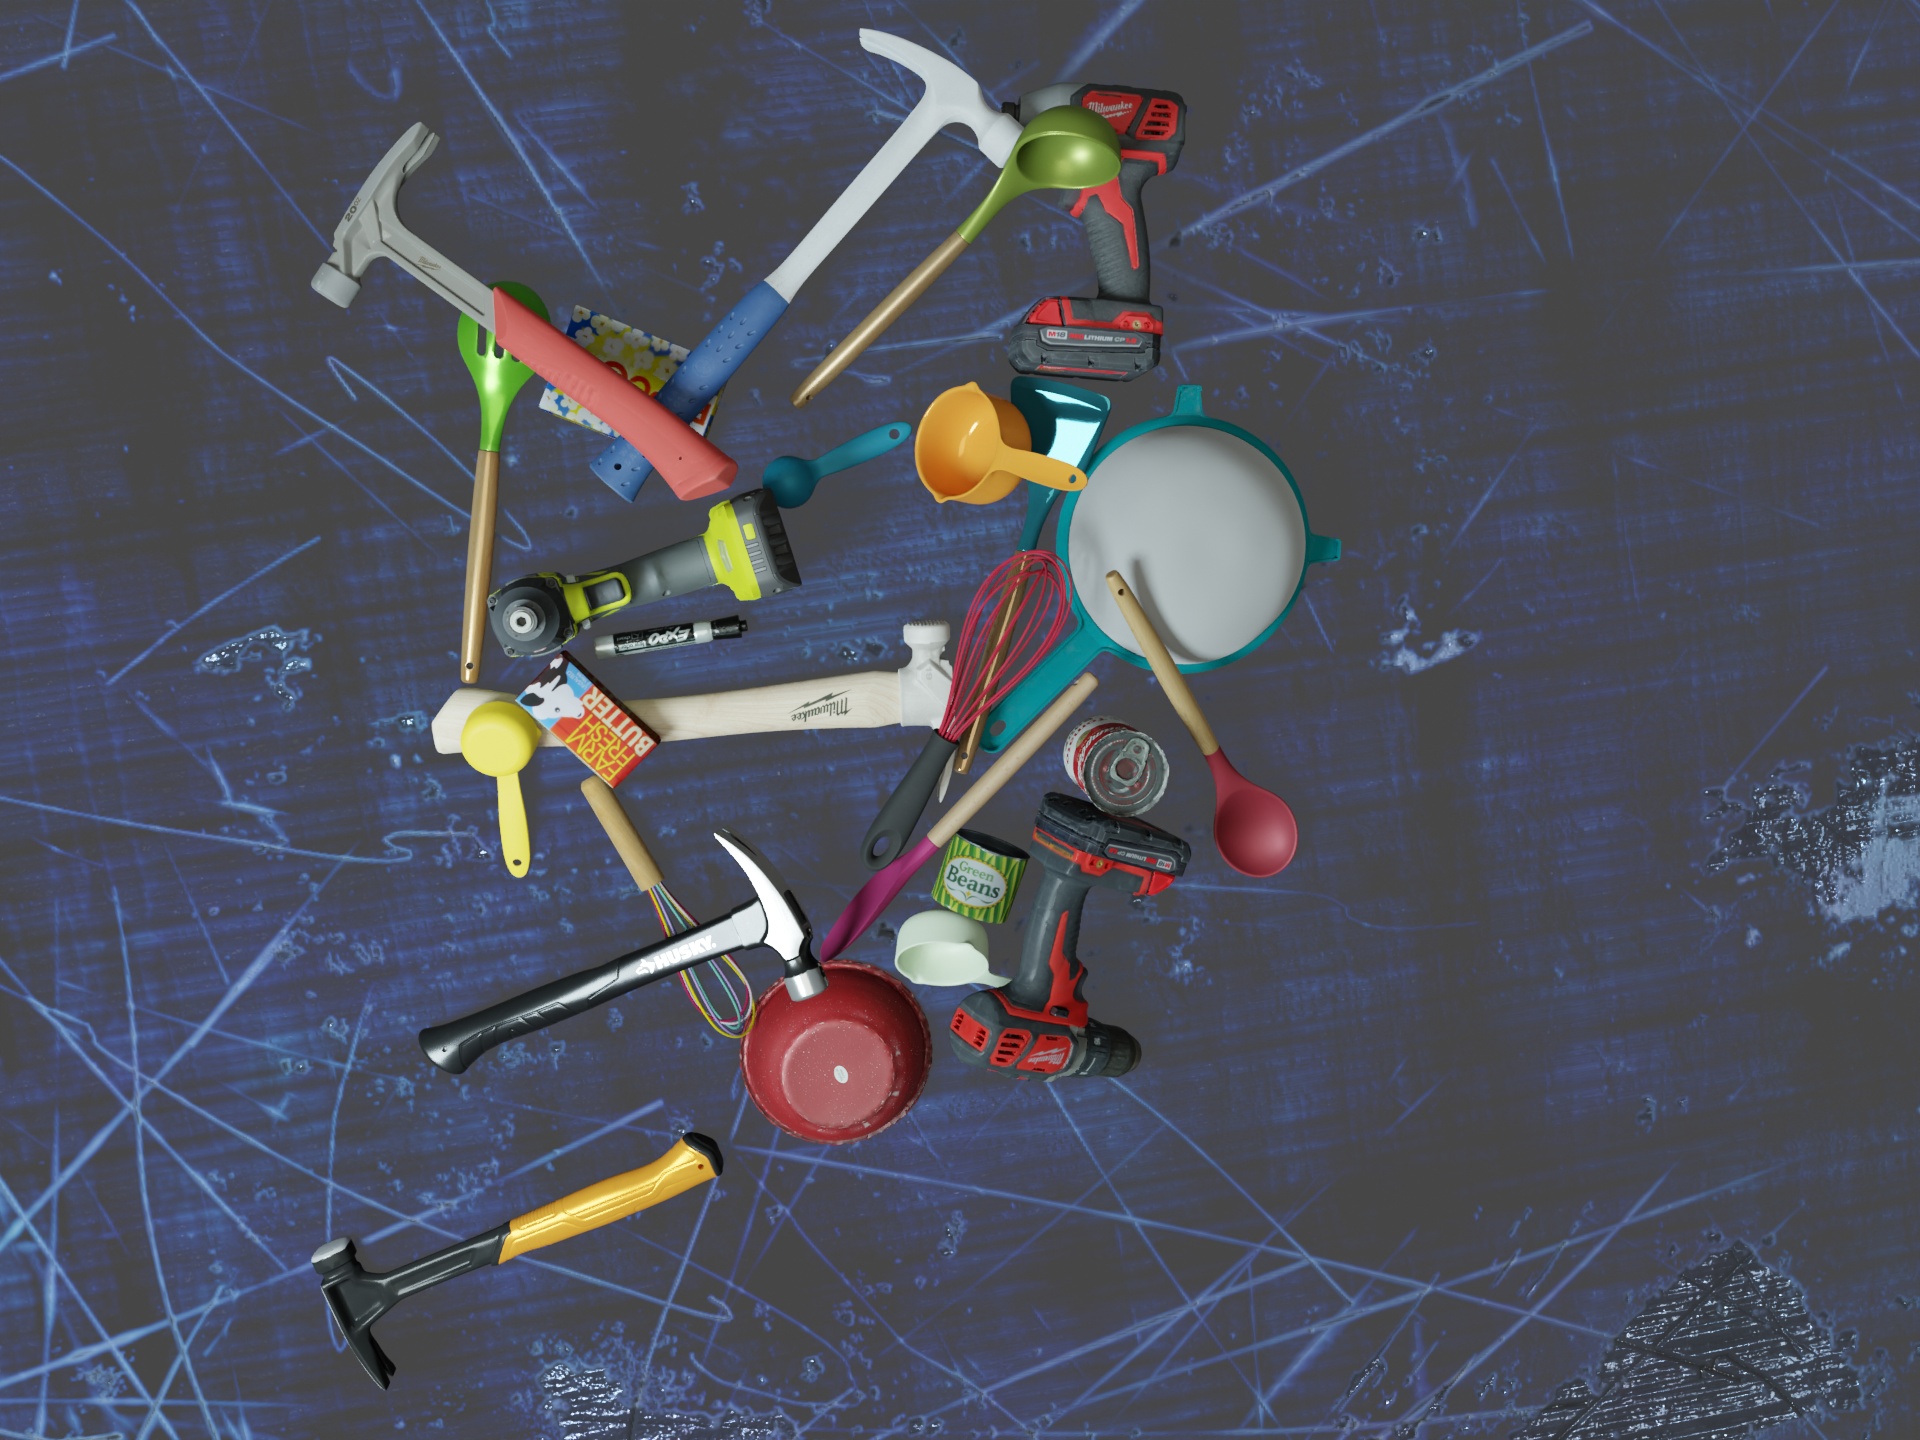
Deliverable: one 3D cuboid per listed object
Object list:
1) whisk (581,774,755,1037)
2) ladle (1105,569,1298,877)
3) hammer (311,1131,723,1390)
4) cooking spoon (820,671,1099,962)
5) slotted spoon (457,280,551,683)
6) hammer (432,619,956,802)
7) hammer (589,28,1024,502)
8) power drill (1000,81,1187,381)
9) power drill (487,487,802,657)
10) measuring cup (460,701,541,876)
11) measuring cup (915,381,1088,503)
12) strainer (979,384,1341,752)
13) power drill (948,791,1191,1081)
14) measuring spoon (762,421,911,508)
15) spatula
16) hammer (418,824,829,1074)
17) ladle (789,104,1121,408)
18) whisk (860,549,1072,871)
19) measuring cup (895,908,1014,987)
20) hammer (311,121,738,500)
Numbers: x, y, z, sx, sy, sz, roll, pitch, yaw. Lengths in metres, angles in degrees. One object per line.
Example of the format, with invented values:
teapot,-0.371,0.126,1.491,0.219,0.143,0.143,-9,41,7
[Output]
whisk,-0.236,0.151,1.291,0.047,0.051,0.245,-32,96,-22
ladle,0.189,0.005,1.271,0.069,0.031,0.315,-31,119,3
hammer,-0.353,0.430,1.315,0.337,0.034,0.127,-22,98,-2
cooking spoon,-0.004,0.079,1.271,0.017,0.069,0.319,41,99,-16
slotted spoon,-0.367,-0.184,1.238,0.070,0.031,0.313,7,98,-9
hammer,-0.208,0.005,1.273,0.410,0.038,0.146,-4,99,-5
hammer,-0.135,-0.333,1.193,0.144,0.035,0.405,42,92,-2
power drill,0.096,-0.381,1.233,0.143,0.078,0.219,3,94,-6
power drill,-0.237,-0.104,1.189,0.223,0.171,0.080,-19,99,-6
measuring cup,-0.357,0.061,1.247,0.062,0.029,0.156,-1,115,-2
measuring cup,0.043,-0.198,1.214,0.052,0.174,0.095,4,106,-50
strainer,0.141,-0.093,1.262,0.340,0.095,0.211,-44,99,0
power drill,0.103,0.187,1.285,0.187,0.080,0.226,18,95,-38
measuring spoon,-0.097,-0.207,1.261,0.128,0.021,0.042,-25,99,-1
spatula,0.041,-0.111,1.267,0.082,0.044,0.317,16,90,10
hammer,-0.280,0.201,1.259,0.335,0.035,0.146,-22,92,10
ladle,-0.012,-0.337,1.194,0.320,0.078,0.062,-40,58,21
whisk,-0.002,-0.004,1.242,0.073,0.073,0.295,28,105,-8
measuring cup,0.023,0.197,1.317,0.167,0.038,0.083,21,140,-26
hammer,-0.308,-0.287,1.175,0.359,0.036,0.149,36,94,9
